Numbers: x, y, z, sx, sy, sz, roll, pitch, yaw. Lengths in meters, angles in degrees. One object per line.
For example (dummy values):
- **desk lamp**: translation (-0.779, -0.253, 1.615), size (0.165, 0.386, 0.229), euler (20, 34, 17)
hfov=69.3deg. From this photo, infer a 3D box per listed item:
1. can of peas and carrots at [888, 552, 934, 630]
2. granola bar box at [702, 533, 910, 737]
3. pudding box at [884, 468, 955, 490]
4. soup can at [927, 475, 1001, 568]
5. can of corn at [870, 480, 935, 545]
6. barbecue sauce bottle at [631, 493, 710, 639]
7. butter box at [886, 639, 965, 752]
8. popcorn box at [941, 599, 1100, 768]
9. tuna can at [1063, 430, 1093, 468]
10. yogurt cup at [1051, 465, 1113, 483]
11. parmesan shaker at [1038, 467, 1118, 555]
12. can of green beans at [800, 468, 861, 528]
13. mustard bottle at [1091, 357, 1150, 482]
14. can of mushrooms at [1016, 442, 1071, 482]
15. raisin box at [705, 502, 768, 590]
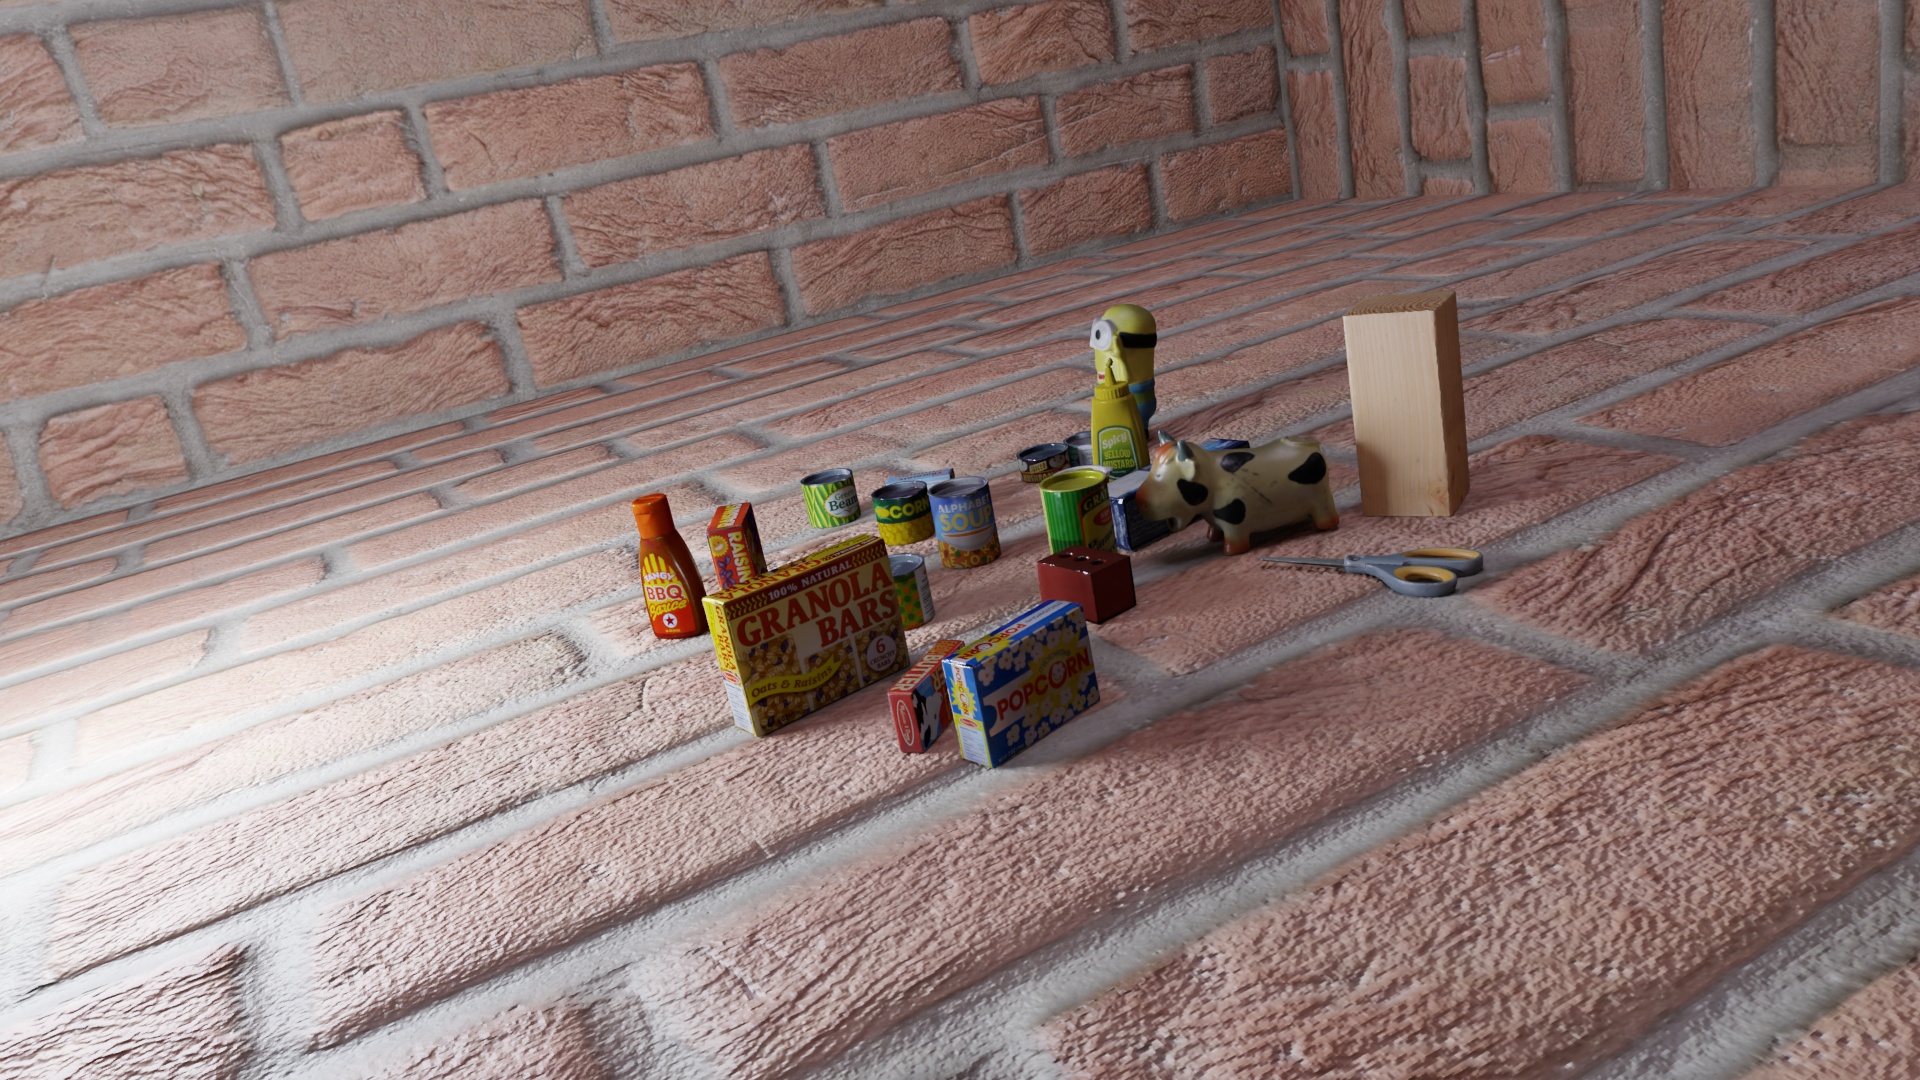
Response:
- **can of peas and carrots**: translation (-0.064, 0.051, 1.354), size (0.071, 0.058, 0.071), euler (-10, 18, 3)
- **granola bar box**: translation (-0.129, 0.079, 1.200), size (0.166, 0.123, 0.039), euler (-23, 21, -33)
- **pudding box**: translation (-0.046, -0.057, 1.687), size (0.084, 0.049, 0.030), euler (-9, 18, 8)
- **soup can**: translation (0.005, -0.019, 1.484), size (0.071, 0.083, 0.071), euler (-10, 18, 3)
- **can of corn**: translation (-0.065, -0.031, 1.607), size (0.071, 0.058, 0.071), euler (-10, 18, 3)
- **barbecue sauce bottle**: translation (-0.301, 0.026, 1.426), size (0.065, 0.148, 0.044), euler (-4, 19, 21)
- **butter box**: translation (-0.023, 0.124, 1.117), size (0.024, 0.053, 0.104), euler (-3, 20, 26)
- **popcorn box**: translation (0.049, 0.108, 1.070), size (0.127, 0.085, 0.038), euler (-26, 23, -39)
- **tuna can**: translation (0.165, -0.117, 1.771), size (0.071, 0.032, 0.071), euler (-10, 18, 3)
- **yogurt cup**: translation (0.136, -0.049, 1.546), size (0.072, 0.053, 0.072), euler (-10, 18, 3)
- **parmesan shaker**: translation (0.119, -0.012, 1.364), size (0.071, 0.102, 0.071), euler (-10, 18, 3)
- **can of green beans**: translation (-0.161, -0.053, 1.732), size (0.071, 0.057, 0.071), euler (-10, 18, 3)
- **mustard bottle**: translation (0.179, -0.131, 1.599), size (0.065, 0.159, 0.049), euler (-6, 18, 16)
- **can of mushrooms**: translation (0.105, -0.097, 1.746), size (0.071, 0.033, 0.071), euler (-10, 18, 3)
- **raisin box**: translation (-0.219, 0.032, 1.400), size (0.040, 0.123, 0.086), euler (-11, 17, 2)
